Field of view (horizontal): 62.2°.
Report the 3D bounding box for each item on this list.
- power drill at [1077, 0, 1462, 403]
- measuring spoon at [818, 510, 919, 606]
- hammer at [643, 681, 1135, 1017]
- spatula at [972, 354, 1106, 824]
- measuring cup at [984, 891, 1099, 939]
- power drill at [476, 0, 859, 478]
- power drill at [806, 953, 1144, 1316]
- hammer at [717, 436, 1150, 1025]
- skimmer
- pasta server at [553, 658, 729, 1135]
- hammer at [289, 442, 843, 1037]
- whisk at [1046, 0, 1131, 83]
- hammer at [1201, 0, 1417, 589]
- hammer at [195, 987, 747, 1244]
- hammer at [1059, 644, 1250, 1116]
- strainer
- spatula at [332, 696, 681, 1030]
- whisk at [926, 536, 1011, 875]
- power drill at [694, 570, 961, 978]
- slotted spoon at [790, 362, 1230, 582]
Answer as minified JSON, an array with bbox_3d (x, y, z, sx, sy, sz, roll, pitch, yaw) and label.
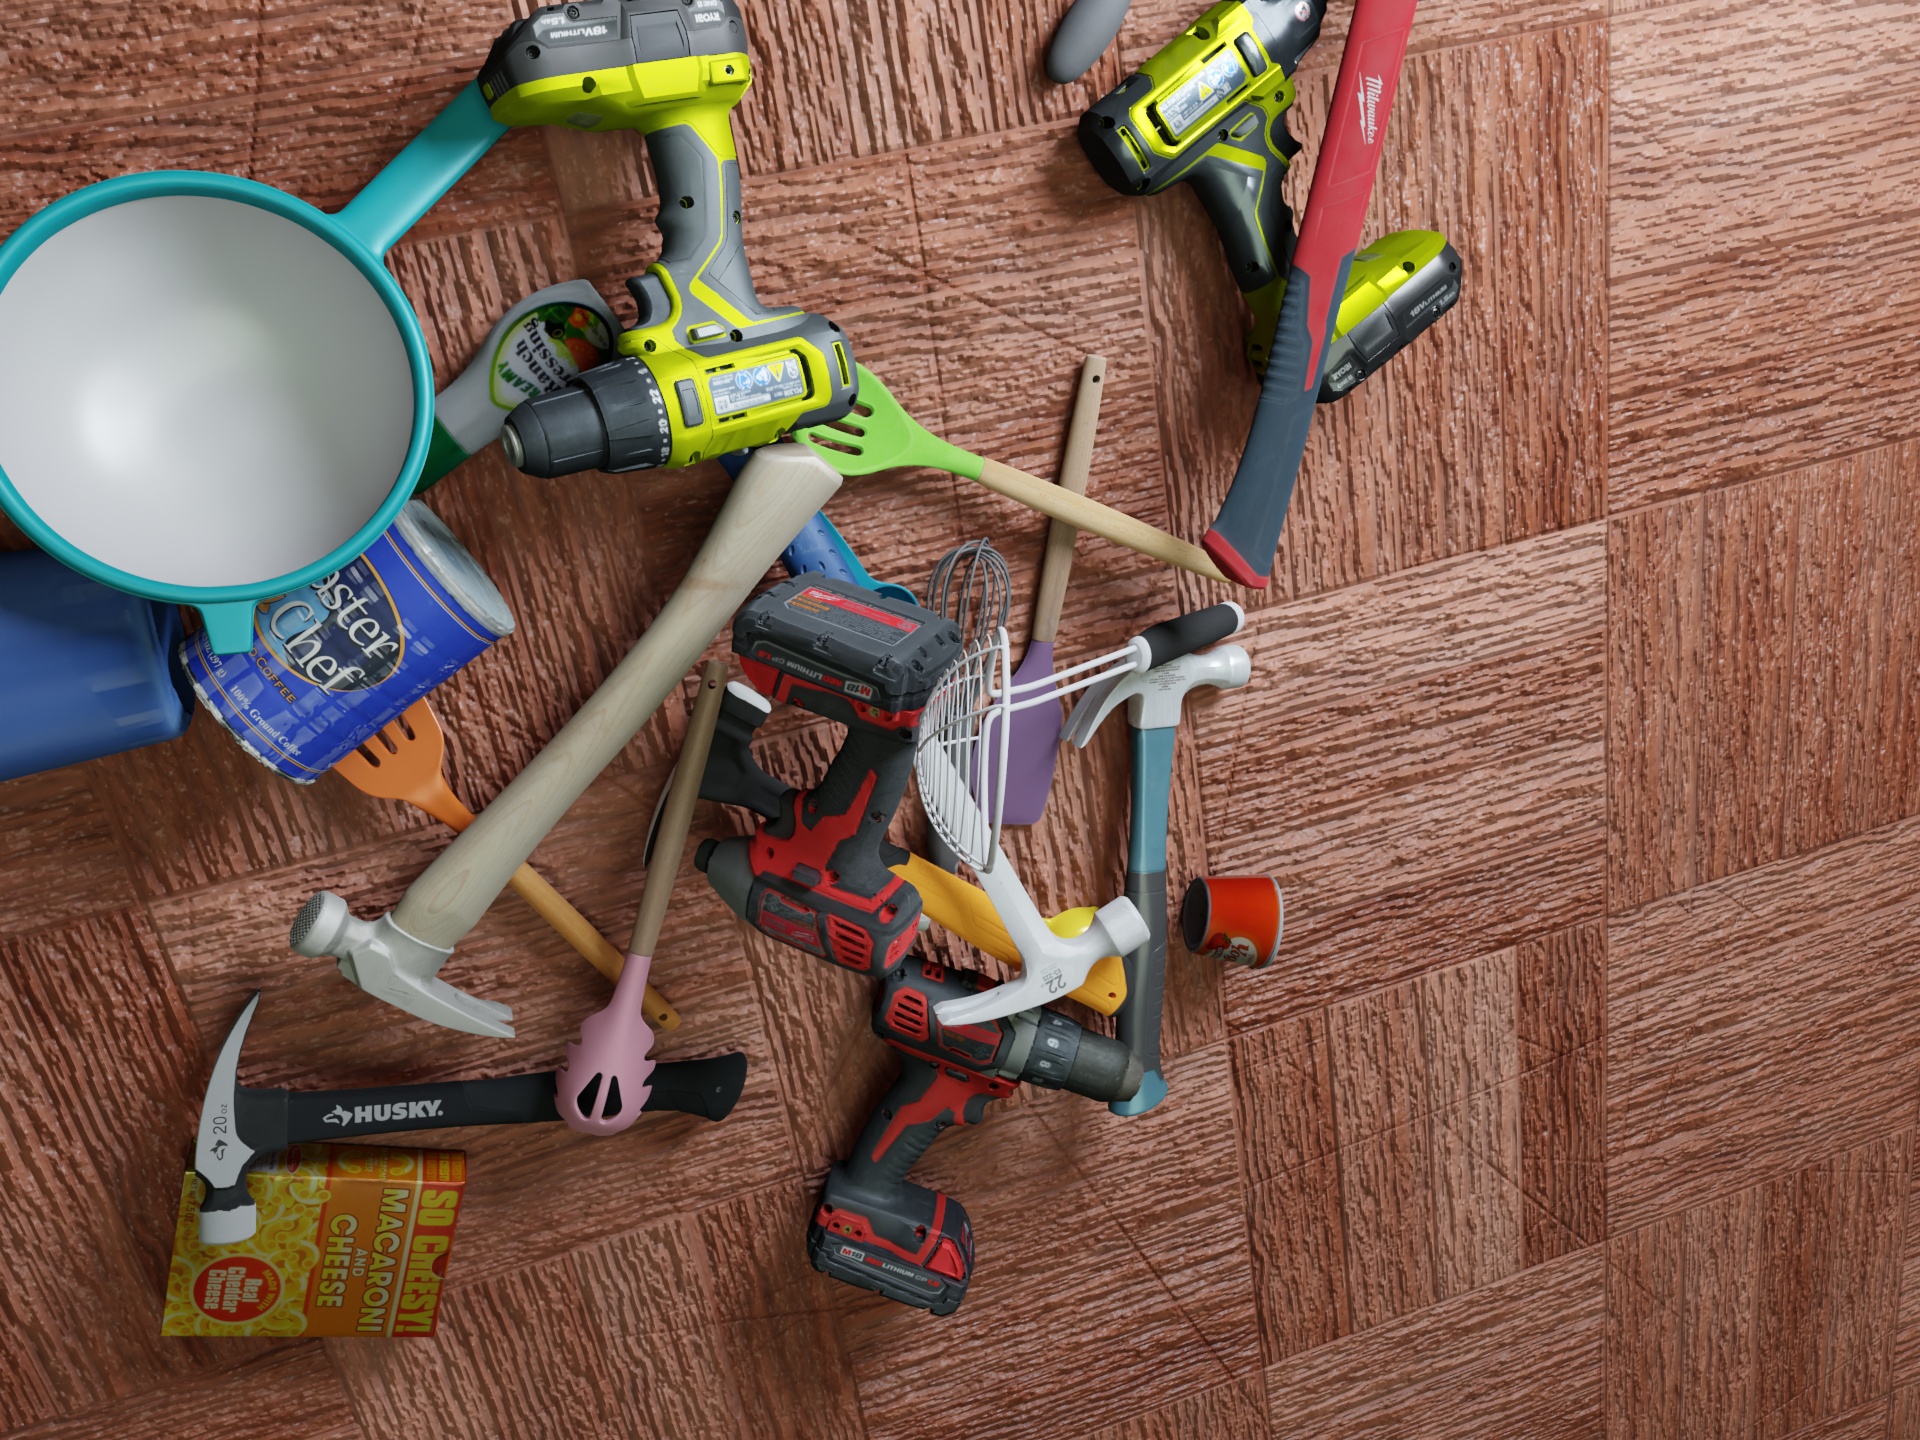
[{"bbox_3d":[0.197,-0.318,0.952,0.171,0.080,0.223,-39,113,0],"label":"power drill"},{"bbox_3d":[-0.073,-0.098,0.983,0.042,0.021,0.128,-40,107,0],"label":"measuring spoon"},{"bbox_3d":[-0.035,0.110,1.025,0.336,0.034,0.127,30,98,-13],"label":"hammer"},{"bbox_3d":[0.056,-0.077,1.027,0.059,0.018,0.315,4,109,-18],"label":"spatula"},{"bbox_3d":[0.045,0.145,1.099,0.156,0.029,0.062,24,101,-27],"label":"measuring cup"},{"bbox_3d":[-0.166,-0.244,0.825,0.190,0.080,0.228,-20,106,-27],"label":"power drill"},{"bbox_3d":[0.006,0.286,1.090,0.188,0.080,0.226,20,101,-1],"label":"power drill"},{"bbox_3d":[-0.037,0.005,0.969,0.144,0.035,0.405,-31,103,-6],"label":"hammer"},{"bbox_3d":[0.094,-0.017,0.918,0.363,0.090,0.127,-22,122,-49],"label":"skimmer"},{"bbox_3d":[-0.189,0.114,0.975,0.060,0.040,0.316,15,97,-11],"label":"pasta server"},{"bbox_3d":[-0.204,0.012,0.924,0.146,0.038,0.410,37,99,-31],"label":"hammer"},{"bbox_3d":[0.134,-0.480,0.884,0.070,0.070,0.284,31,103,-25],"label":"whisk"},{"bbox_3d":[0.222,-0.263,0.915,0.143,0.038,0.386,8,103,-17],"label":"hammer"},{"bbox_3d":[-0.299,0.236,1.007,0.334,0.035,0.146,0,89,-24],"label":"hammer"},{"bbox_3d":[0.128,0.114,1.089,0.128,0.033,0.331,-4,104,-21],"label":"hammer"},{"bbox_3d":[-0.341,-0.207,0.821,0.211,0.095,0.340,41,74,-13],"label":"strainer"},{"bbox_3d":[-0.276,0.087,0.982,0.081,0.041,0.322,-38,120,-2],"label":"spatula"},{"bbox_3d":[-0.001,-0.003,1.022,0.055,0.055,0.238,-2,114,-17],"label":"whisk"},{"bbox_3d":[-0.082,0.035,0.916,0.143,0.078,0.219,20,119,17],"label":"power drill"},{"bbox_3d":[0.033,-0.142,0.973,0.313,0.031,0.070,19,74,-18],"label":"slotted spoon"}]
